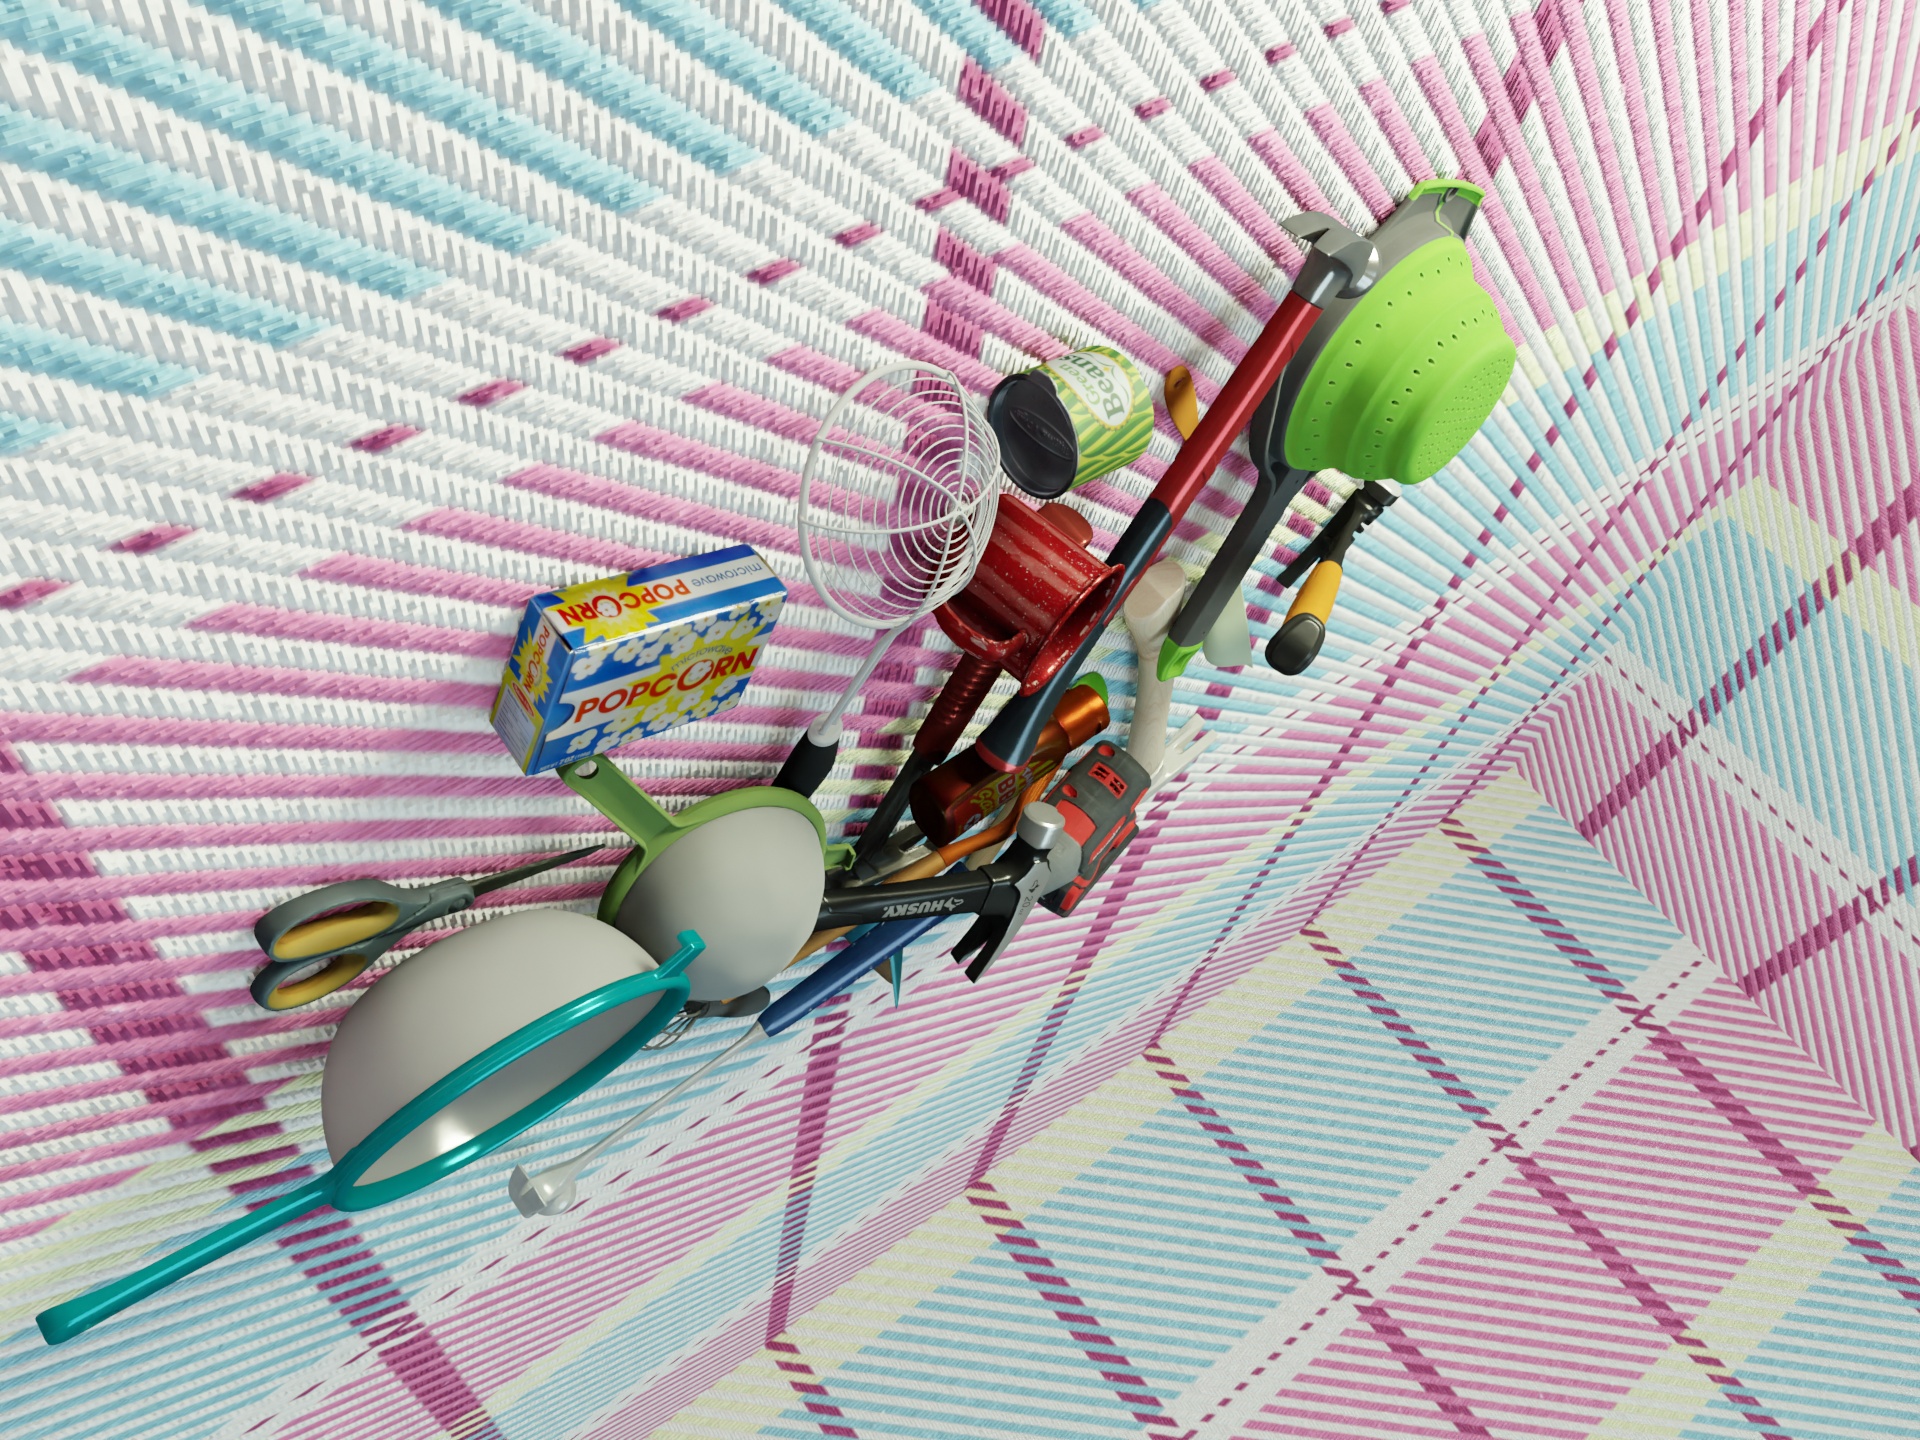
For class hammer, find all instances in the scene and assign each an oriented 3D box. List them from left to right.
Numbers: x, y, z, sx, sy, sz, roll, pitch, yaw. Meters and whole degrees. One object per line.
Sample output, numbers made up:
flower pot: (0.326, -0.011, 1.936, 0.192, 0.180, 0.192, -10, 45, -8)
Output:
hammer: (-0.154, 0.233, 1.169, 0.405, 0.035, 0.144, -35, 170, -11)
hammer: (-0.082, 0.131, 1.078, 0.334, 0.035, 0.146, -2, 126, -37)
hammer: (-0.002, -0.003, 1.068, 0.149, 0.037, 0.359, -20, 152, -44)
hammer: (0.114, -0.121, 0.943, 0.386, 0.038, 0.143, -57, 166, 22)
hammer: (0.168, -0.026, 1.327, 0.146, 0.038, 0.410, -38, 159, -12)
hammer: (0.267, -0.099, 1.199, 0.127, 0.034, 0.337, -52, 178, 29)

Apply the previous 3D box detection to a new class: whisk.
whisk: (-0.187, 0.205, 1.148, 0.055, 0.055, 0.239, -44, 164, 7)

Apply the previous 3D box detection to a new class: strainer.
strainer: (-0.305, 0.187, 0.818, 0.340, 0.095, 0.211, -25, 164, -35)
strainer: (-0.146, 0.091, 0.889, 0.151, 0.069, 0.256, -38, 148, -4)

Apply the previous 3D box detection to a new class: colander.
colander: (0.256, -0.160, 1.072, 0.204, 0.095, 0.397, -18, 144, -49)

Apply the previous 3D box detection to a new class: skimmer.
skimmer: (-0.074, -0.045, 0.866, 0.127, 0.090, 0.363, -36, 171, -35)

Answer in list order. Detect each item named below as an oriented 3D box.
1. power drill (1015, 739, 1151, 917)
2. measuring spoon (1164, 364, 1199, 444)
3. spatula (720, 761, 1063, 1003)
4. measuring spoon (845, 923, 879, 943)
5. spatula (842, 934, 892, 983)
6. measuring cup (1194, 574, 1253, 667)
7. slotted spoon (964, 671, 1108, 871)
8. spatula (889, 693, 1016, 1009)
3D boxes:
power drill: (0.087, 0.096, 1.294, 0.143, 0.078, 0.219, -49, 171, -6)
measuring spoon: (0.141, -0.188, 0.980, 0.021, 0.011, 0.116, -42, 160, 2)
spatula: (-0.040, 0.106, 1.150, 0.322, 0.041, 0.081, -31, 160, -14)
measuring spoon: (-0.046, 0.142, 1.235, 0.042, 0.021, 0.128, -19, 159, -48)
spatula: (-0.086, 0.183, 1.324, 0.060, 0.018, 0.315, -40, 159, -6)
measuring cup: (0.207, -0.081, 1.273, 0.038, 0.083, 0.167, -9, -178, 7)
slotted spoon: (0.047, 0.074, 1.330, 0.070, 0.031, 0.313, -27, 157, -43)
spatula: (-0.009, 0.099, 1.251, 0.082, 0.044, 0.317, -86, -160, -52)
